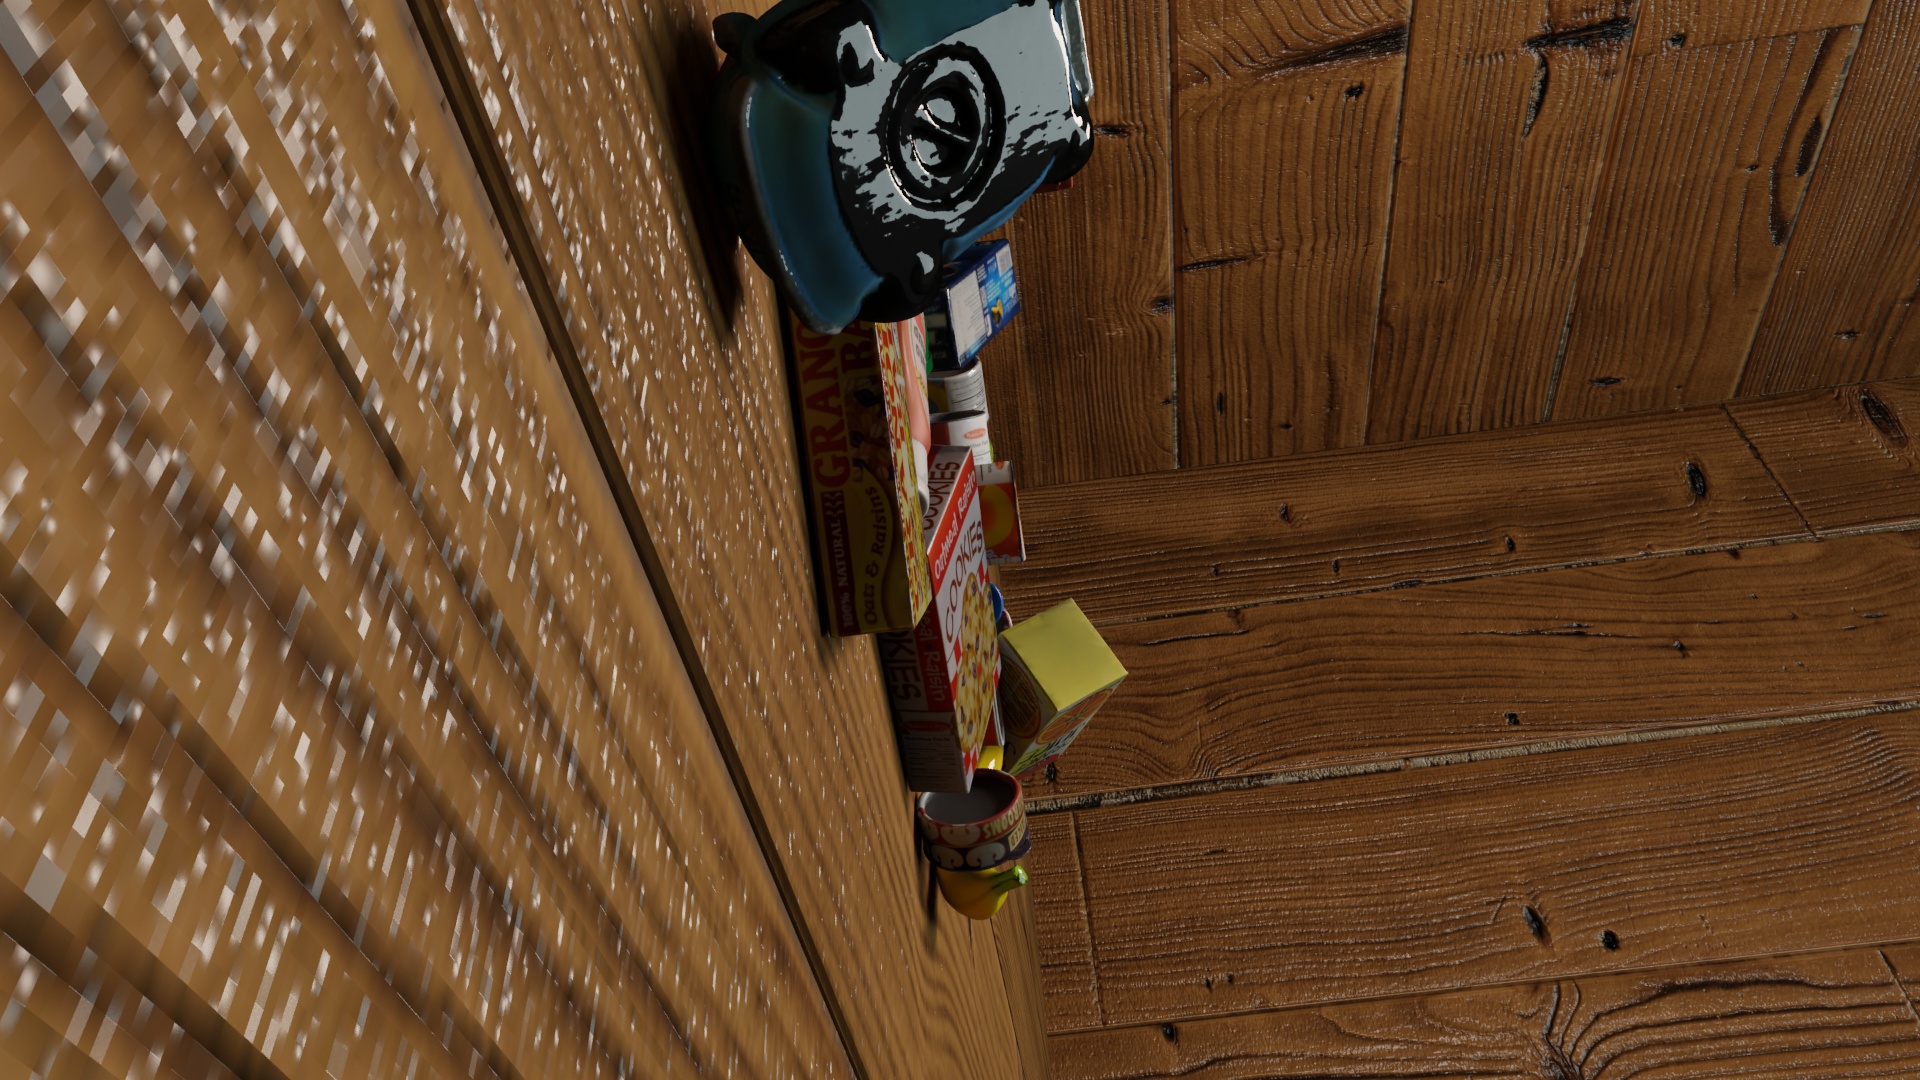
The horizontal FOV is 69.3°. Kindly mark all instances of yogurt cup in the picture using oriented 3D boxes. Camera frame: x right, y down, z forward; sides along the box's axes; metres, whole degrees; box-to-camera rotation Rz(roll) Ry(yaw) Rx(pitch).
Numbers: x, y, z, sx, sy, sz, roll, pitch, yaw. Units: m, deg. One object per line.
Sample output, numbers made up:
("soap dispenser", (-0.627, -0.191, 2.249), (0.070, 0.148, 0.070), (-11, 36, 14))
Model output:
("yogurt cup", (0.000, 0.112, 0.964), (0.072, 0.054, 0.072), (-14, 97, -87))

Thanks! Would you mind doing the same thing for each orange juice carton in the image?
("orange juice carton", (0.046, 0.131, 1.061), (0.073, 0.072, 0.191), (54, -34, 19))

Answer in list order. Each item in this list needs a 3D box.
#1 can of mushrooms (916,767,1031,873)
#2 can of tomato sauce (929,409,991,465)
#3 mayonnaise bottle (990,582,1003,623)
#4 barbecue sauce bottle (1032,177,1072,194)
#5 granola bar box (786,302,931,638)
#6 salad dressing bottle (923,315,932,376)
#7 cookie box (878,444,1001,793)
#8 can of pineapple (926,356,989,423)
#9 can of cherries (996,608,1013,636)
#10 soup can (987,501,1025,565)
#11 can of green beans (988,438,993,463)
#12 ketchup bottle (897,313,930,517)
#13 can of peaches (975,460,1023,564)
("can of mushrooms", (0.009, 0.170, 0.846), (0.071, 0.071, 0.033), (-90, 171, -68))
("can of tomato sauce", (-0.009, -0.060, 1.127), (0.071, 0.071, 0.083), (-83, 166, -79))
("mayonnaise bottle", (0.000, 0.049, 0.979), (0.148, 0.041, 0.065), (143, -56, -80))
("barbecue sauce bottle", (0.001, -0.250, 0.953), (0.044, 0.148, 0.064), (-94, 175, -46))
("granola bar box", (-0.045, -0.046, 0.629), (0.124, 0.039, 0.165), (-60, 142, -86))
("salad dressing bottle", (-0.046, -0.171, 0.875), (0.064, 0.044, 0.147), (-91, 174, -55))
("cookie box", (-0.013, 0.045, 0.820), (0.123, 0.040, 0.166), (-70, 156, -57))
("can of pineapple", (-0.011, -0.133, 1.253), (0.071, 0.071, 0.057), (-92, 174, -60))
("can of cherries", (0.010, 0.070, 1.082), (0.058, 0.071, 0.071), (62, 21, -82))
("soup can", (0.004, -0.013, 1.056), (0.071, 0.084, 0.071), (-15, 98, -87))
("can of green beans", (-0.005, -0.066, 1.199), (0.058, 0.071, 0.071), (-88, 170, -70))
("ketchup bottle", (-0.039, -0.074, 0.772), (0.064, 0.043, 0.149), (80, 5, -50))
("can of peaches", (0.010, -0.016, 0.942), (0.071, 0.058, 0.071), (-20, 103, -89))
